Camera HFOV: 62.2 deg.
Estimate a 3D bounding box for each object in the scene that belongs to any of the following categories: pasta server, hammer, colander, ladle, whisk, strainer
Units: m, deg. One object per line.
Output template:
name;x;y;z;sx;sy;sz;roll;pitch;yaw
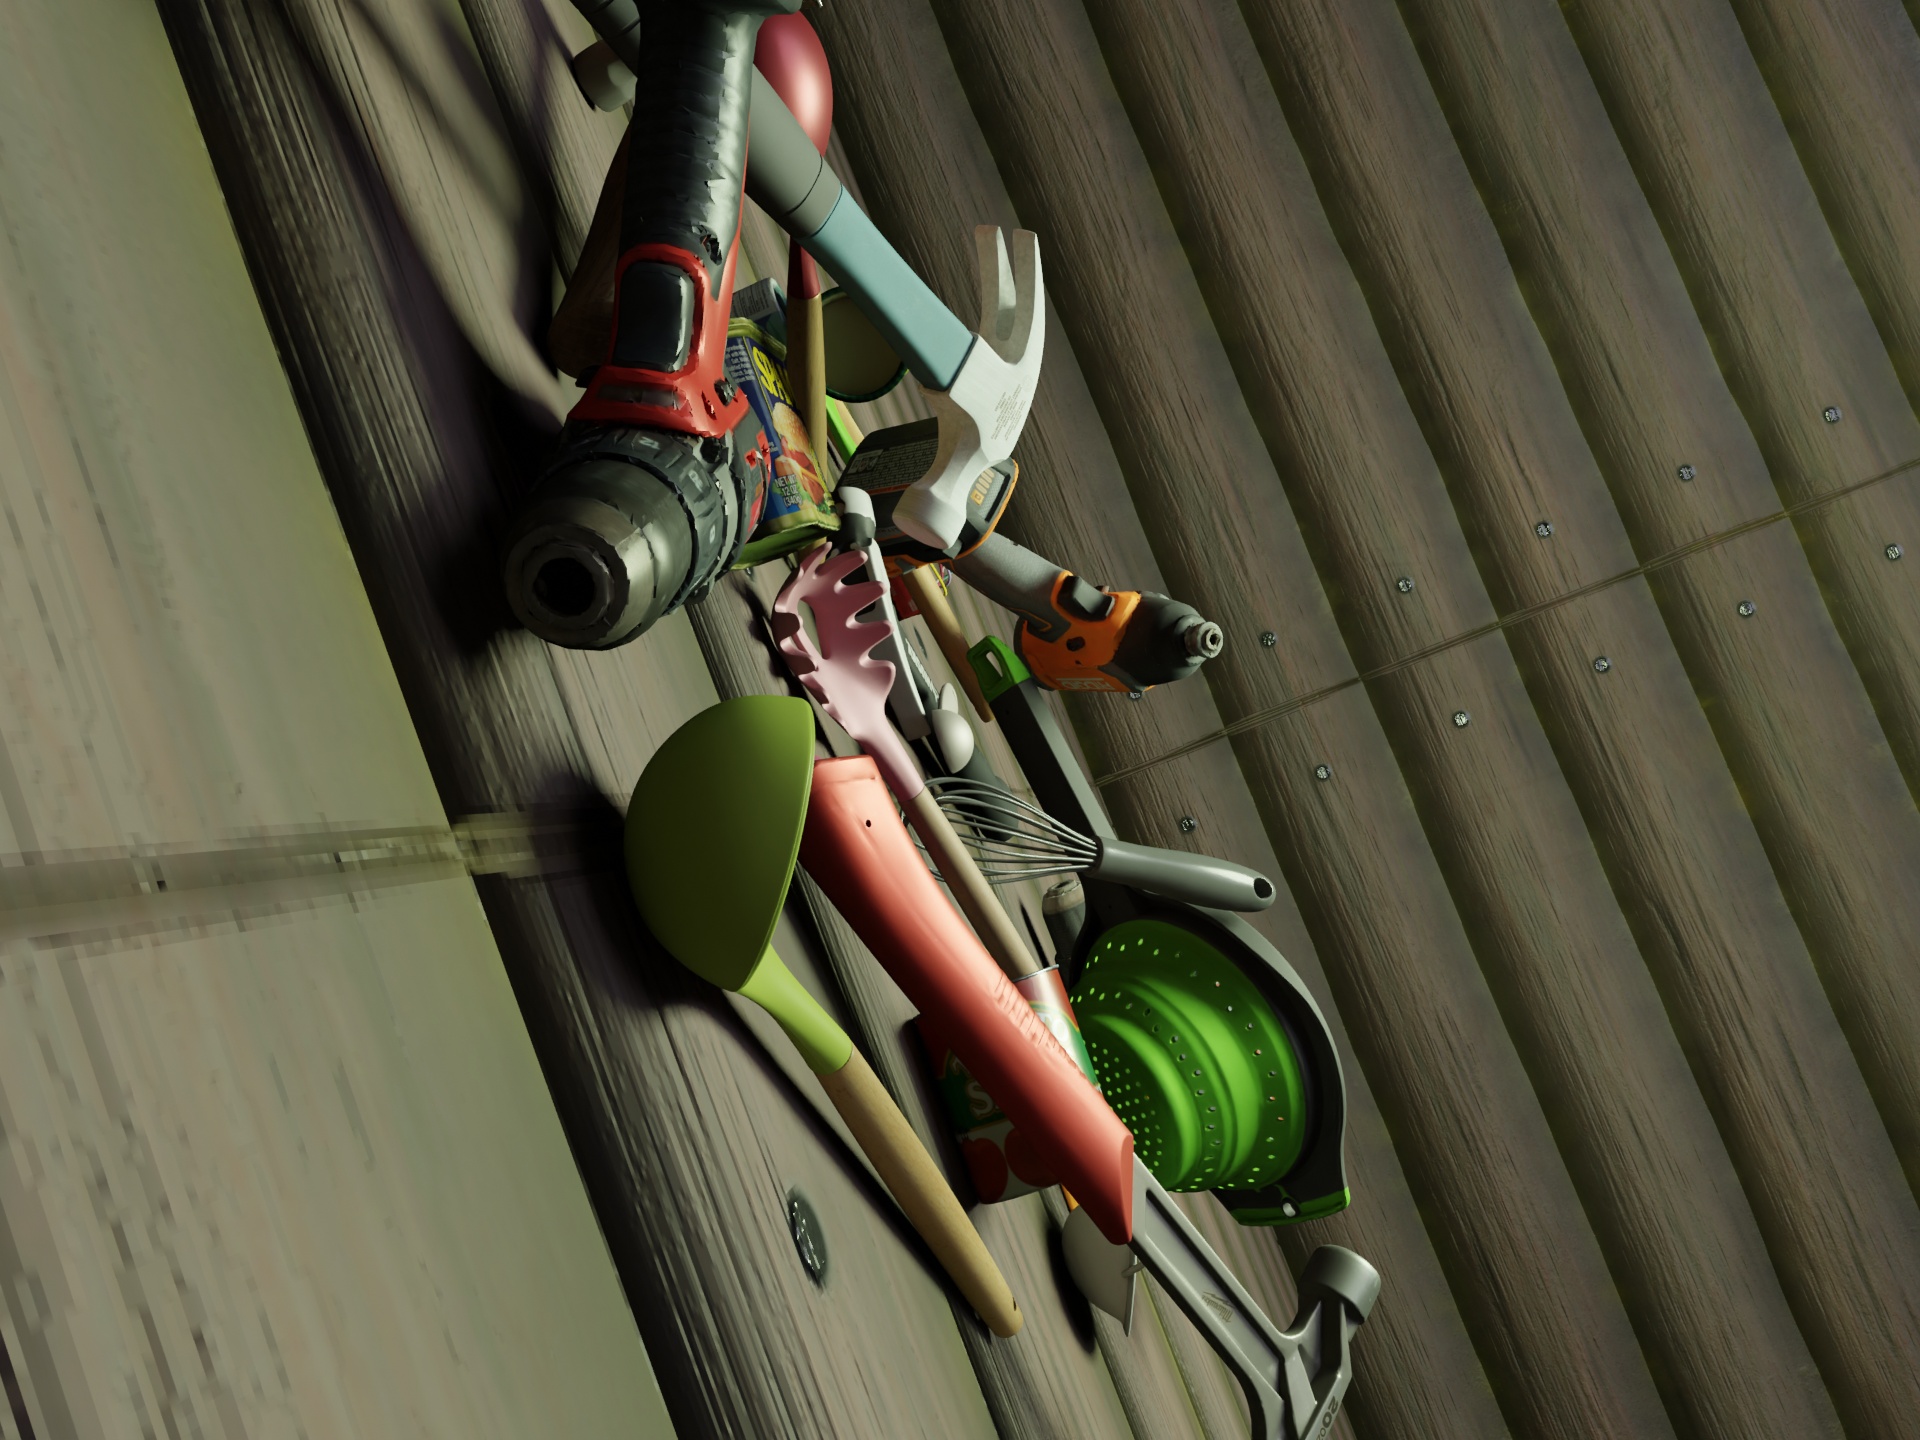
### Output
pasta server;-0.006;0.055;0.762;0.060;0.040;0.316;-51;122;-39
hammer;-0.061;-0.195;0.580;0.033;0.128;0.330;21;-11;37
colander;0.078;0.136;0.945;0.204;0.094;0.397;-37;-101;53
ladle;-0.020;0.117;0.501;0.078;0.062;0.319;-94;165;-47
hammer;0.036;0.161;0.609;0.359;0.037;0.149;53;54;-16
hammer;-0.123;-0.238;0.655;0.031;0.130;0.332;51;24;-36
whisk;-0.061;-0.174;1.162;0.244;0.051;0.047;57;18;-45
hammer;-0.013;0.005;0.971;0.334;0.035;0.146;59;15;-61
whisk;0.072;0.075;0.847;0.238;0.055;0.055;14;38;-25
ladle;-0.071;-0.170;0.711;0.315;0.031;0.069;94;-1;-52
strainer;0.089;0.283;0.864;0.258;0.050;0.087;56;36;-70

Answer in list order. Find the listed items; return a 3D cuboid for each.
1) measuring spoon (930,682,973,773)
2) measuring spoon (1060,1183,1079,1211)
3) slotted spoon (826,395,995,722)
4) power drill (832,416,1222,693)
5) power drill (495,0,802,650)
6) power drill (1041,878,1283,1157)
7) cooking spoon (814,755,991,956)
measuring spoon;-0.001;-0.003;0.861;0.124;0.018;0.034;-84;155;-75
measuring spoon;0.056;0.238;0.893;0.021;0.011;0.117;46;24;-73
slotted spoon;-0.052;-0.139;1.026;0.314;0.031;0.070;62;8;-4
power drill;0.046;-0.090;0.963;0.226;0.084;0.164;35;-18;-31
power drill;-0.082;-0.136;0.430;0.188;0.080;0.226;-90;-173;-71
power drill;0.134;0.204;1.110;0.185;0.084;0.226;68;-18;-5
cooking spoon;-0.011;0.099;0.782;0.318;0.017;0.069;56;12;-58
